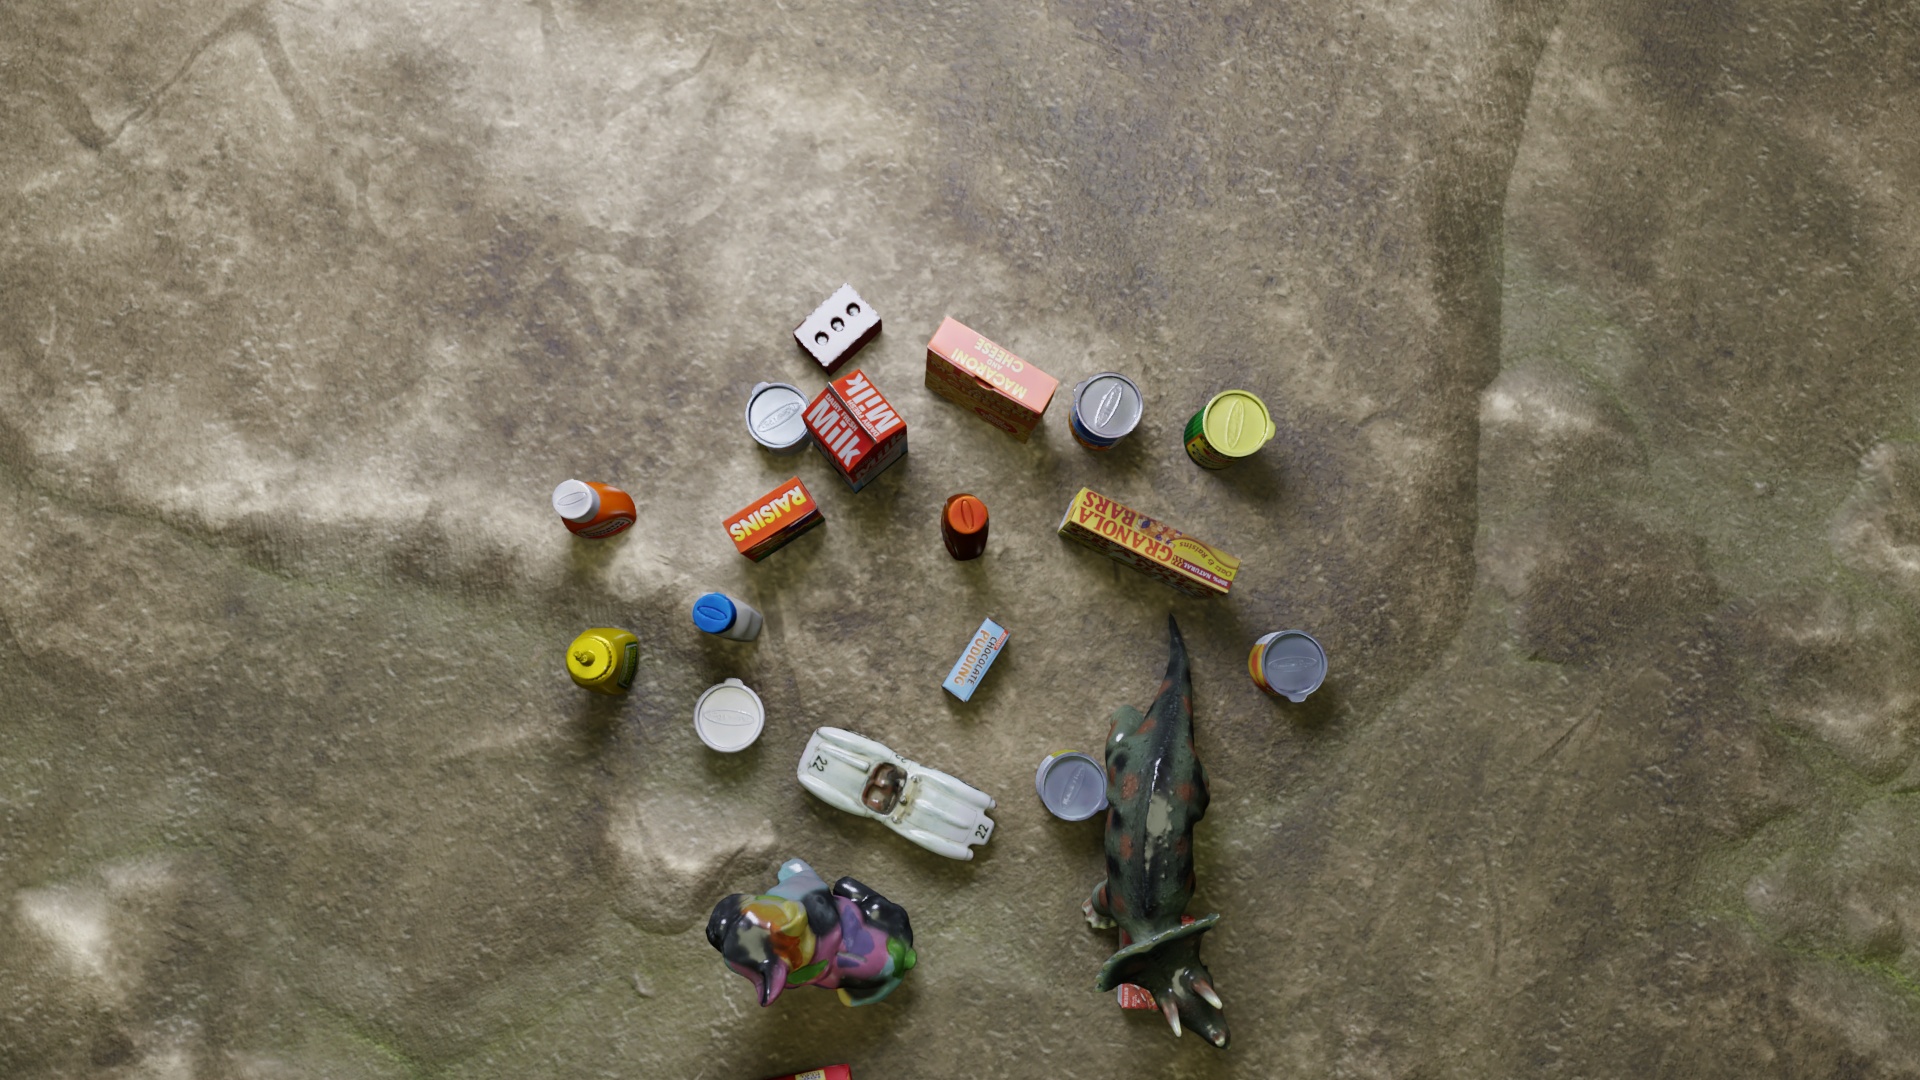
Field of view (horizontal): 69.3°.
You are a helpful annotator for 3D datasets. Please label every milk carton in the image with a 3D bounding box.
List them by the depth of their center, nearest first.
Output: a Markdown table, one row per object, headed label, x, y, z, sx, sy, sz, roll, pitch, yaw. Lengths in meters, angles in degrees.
| label | x | y | z | sx | sy | sz | roll | pitch | yaw |
| --- | --- | --- | --- | --- | --- | --- | --- | --- | --- |
| milk carton | -0.100 | -0.106 | 1.333 | 0.073 | 0.190 | 0.072 | -40 | 87 | -5 |

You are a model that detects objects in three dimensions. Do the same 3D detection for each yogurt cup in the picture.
| label | x | y | z | sx | sy | sz | roll | pitch | yaw |
| --- | --- | --- | --- | --- | --- | --- | --- | --- | --- |
| yogurt cup | -0.225 | 0.174 | 1.367 | 0.072 | 0.054 | 0.072 | 0 | 84 | -2 |

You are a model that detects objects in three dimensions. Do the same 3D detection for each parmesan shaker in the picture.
| label | x | y | z | sx | sy | sz | roll | pitch | yaw |
| --- | --- | --- | --- | --- | --- | --- | --- | --- | --- |
| parmesan shaker | 0.268 | -0.108 | 1.391 | 0.071 | 0.103 | 0.071 | 0 | 84 | -2 |

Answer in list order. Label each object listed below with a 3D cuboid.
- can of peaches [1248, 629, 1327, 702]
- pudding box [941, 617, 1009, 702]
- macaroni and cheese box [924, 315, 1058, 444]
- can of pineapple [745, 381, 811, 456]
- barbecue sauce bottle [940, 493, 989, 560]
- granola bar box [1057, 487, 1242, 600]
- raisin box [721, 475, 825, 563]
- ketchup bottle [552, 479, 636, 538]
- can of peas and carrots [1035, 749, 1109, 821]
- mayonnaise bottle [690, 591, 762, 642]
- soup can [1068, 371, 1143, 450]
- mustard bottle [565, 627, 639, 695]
| label | x | y | z | sx | sy | sz | roll | pitch | yaw |
| --- | --- | --- | --- | --- | --- | --- | --- | --- | --- |
| can of peaches | 0.327 | 0.126 | 1.391 | 0.071 | 0.058 | 0.071 | 0 | 84 | -2 |
| pudding box | 0.015 | 0.119 | 1.384 | 0.030 | 0.049 | 0.084 | 33 | 84 | 1 |
| macaroni and cheese box | 0.027 | -0.152 | 1.355 | 0.124 | 0.166 | 0.040 | 31 | 84 | 1 |
| can of pineapple | -0.181 | -0.123 | 1.399 | 0.071 | 0.058 | 0.071 | 0 | 84 | -2 |
| barbecue sauce bottle | 0.005 | -0.017 | 1.349 | 0.044 | 0.148 | 0.065 | -12 | 85 | -3 |
| granola bar box | 0.181 | 0.006 | 1.365 | 0.165 | 0.124 | 0.039 | 25 | 84 | 1 |
| raisin box | -0.180 | -0.018 | 1.355 | 0.086 | 0.123 | 0.040 | -31 | 86 | -5 |
| ketchup bottle | -0.357 | -0.032 | 1.337 | 0.065 | 0.148 | 0.043 | -20 | 86 | -4 |
| can of peas and carrots | 0.111 | 0.241 | 1.370 | 0.071 | 0.058 | 0.071 | 0 | 84 | -2 |
| mayonnaise bottle | -0.228 | 0.073 | 1.331 | 0.065 | 0.148 | 0.041 | 19 | 84 | 0 |
| soup can | 0.142 | -0.130 | 1.398 | 0.071 | 0.083 | 0.071 | 0 | 84 | -2 |
| mustard bottle | -0.342 | 0.114 | 1.316 | 0.049 | 0.160 | 0.065 | 10 | 84 | -1 |
